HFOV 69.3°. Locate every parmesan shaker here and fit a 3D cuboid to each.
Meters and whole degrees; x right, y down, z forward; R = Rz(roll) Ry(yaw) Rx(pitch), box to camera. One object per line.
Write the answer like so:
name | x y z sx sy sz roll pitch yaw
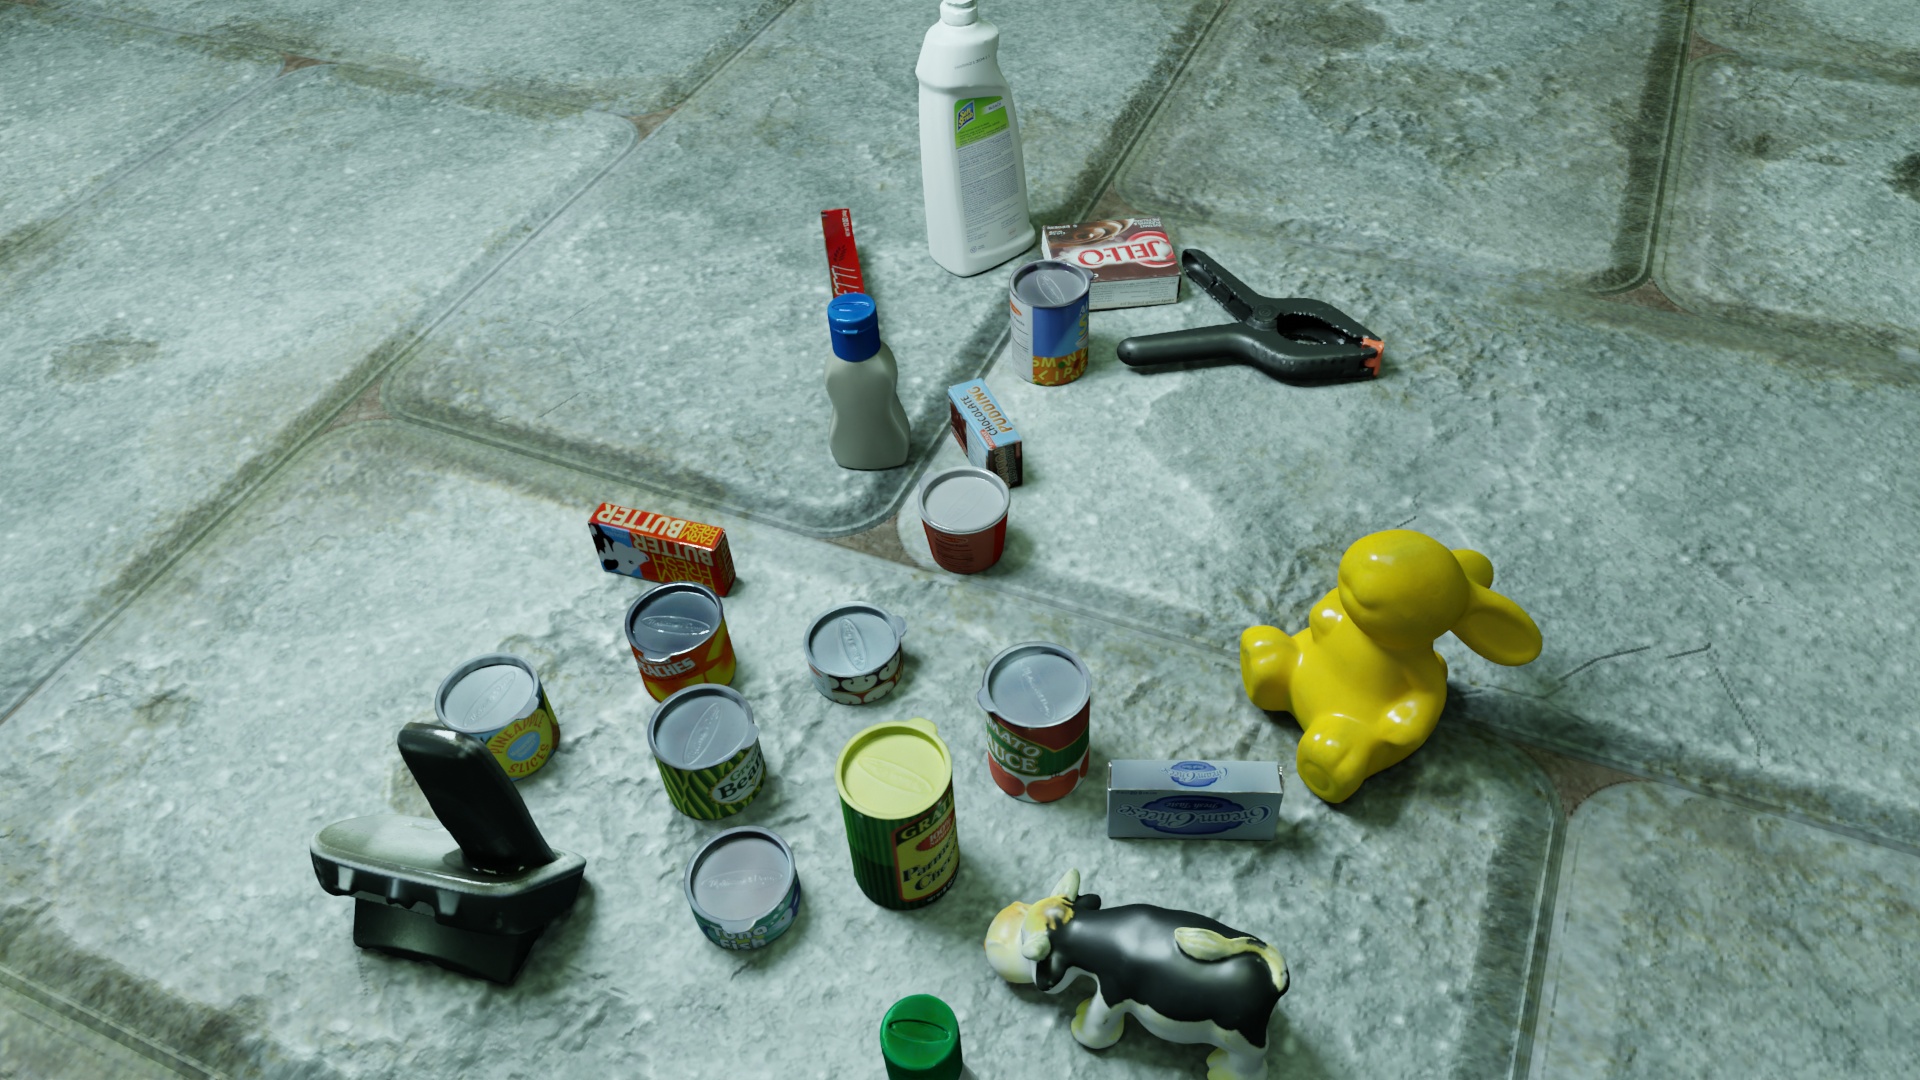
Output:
parmesan shaker | -0.033 0.161 0.817 0.071 0.102 0.072 -2 46 2

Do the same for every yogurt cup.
yogurt cup | 0.004 -0.013 1.018 0.072 0.053 0.073 -2 46 2

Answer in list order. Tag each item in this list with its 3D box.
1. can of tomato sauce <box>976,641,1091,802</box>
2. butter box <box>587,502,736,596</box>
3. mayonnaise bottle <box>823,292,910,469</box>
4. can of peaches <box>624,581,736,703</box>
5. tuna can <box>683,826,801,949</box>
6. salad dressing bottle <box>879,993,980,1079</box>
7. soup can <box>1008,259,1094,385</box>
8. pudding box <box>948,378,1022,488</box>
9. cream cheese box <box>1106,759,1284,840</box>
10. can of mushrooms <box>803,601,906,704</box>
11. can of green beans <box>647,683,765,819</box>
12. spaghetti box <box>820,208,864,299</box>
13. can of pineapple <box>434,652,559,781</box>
can of tomato sauce | 0.047 0.115 0.870 0.071 0.082 0.071 -2 46 2
butter box | -0.217 0.007 1.016 0.103 0.052 0.024 11 48 15
mayonnaise bottle | -0.075 -0.120 1.063 0.065 0.147 0.041 -1 46 4
can of peaches | -0.191 0.073 0.946 0.071 0.057 0.071 -2 46 2
tuna can | -0.129 0.209 0.826 0.071 0.032 0.071 -2 46 2
salad dressing bottle | -0.015 0.271 0.678 0.064 0.146 0.044 6 47 10
soup can | 0.077 -0.181 1.156 0.071 0.083 0.072 -2 46 2
pudding box | 0.019 -0.083 1.088 0.030 0.049 0.084 -18 47 -13
cream cheese box | 0.141 0.157 0.842 0.104 0.053 0.024 0 46 4
can of mushrooms | -0.070 0.076 0.951 0.071 0.033 0.071 -2 46 2
can of green beans | -0.160 0.135 0.884 0.071 0.057 0.071 -2 46 2
spaghetti box | -0.096 -0.202 1.212 0.029 0.050 0.251 -9 46 -4
can of pineapple | -0.302 0.117 0.911 0.071 0.057 0.071 -2 46 2
